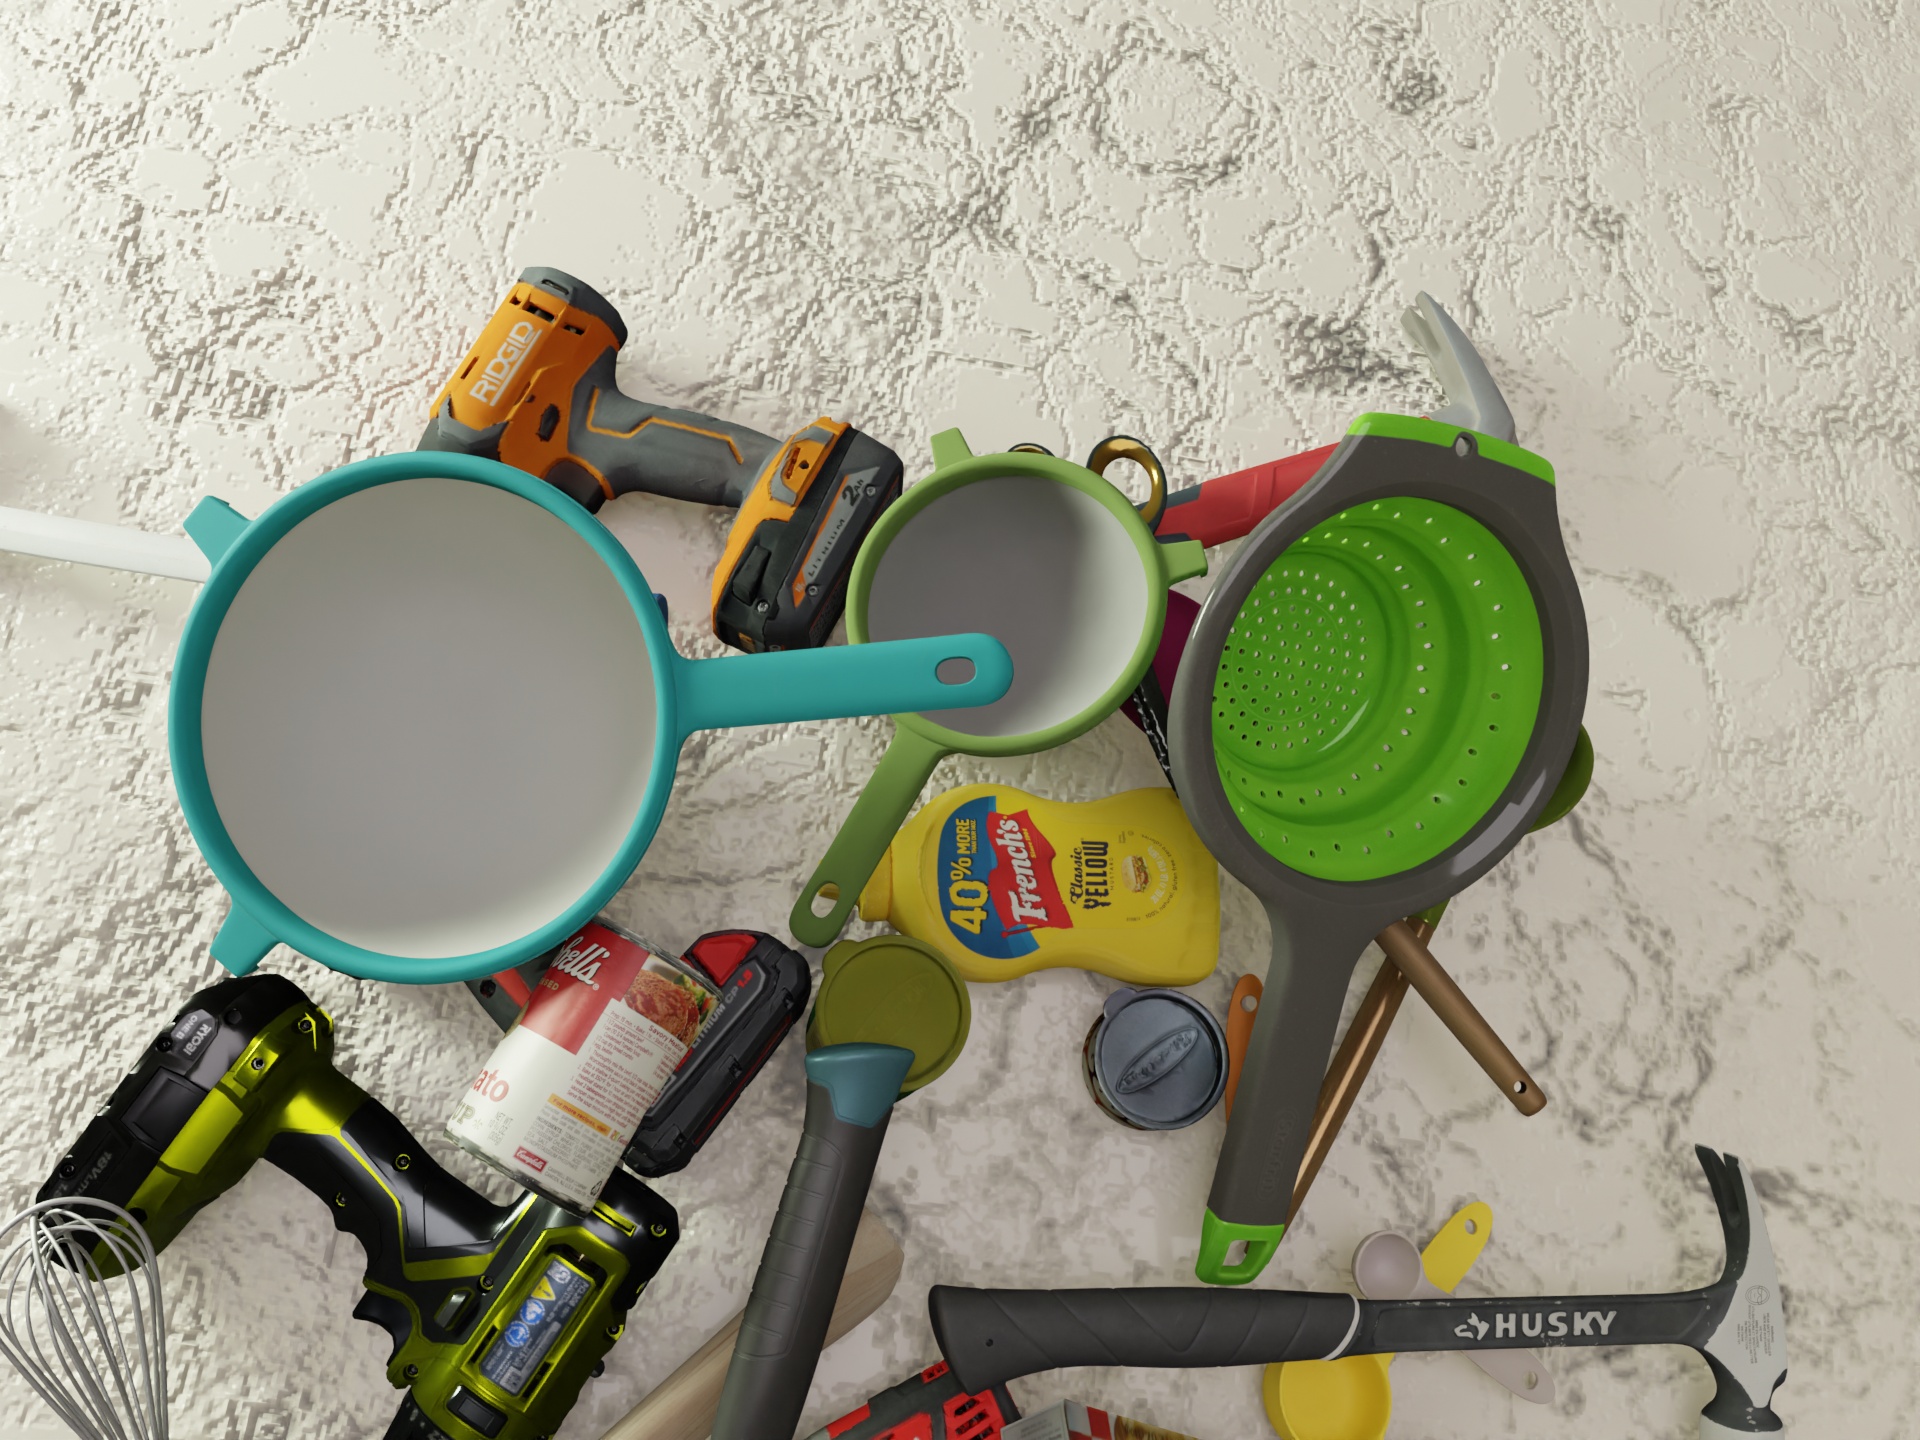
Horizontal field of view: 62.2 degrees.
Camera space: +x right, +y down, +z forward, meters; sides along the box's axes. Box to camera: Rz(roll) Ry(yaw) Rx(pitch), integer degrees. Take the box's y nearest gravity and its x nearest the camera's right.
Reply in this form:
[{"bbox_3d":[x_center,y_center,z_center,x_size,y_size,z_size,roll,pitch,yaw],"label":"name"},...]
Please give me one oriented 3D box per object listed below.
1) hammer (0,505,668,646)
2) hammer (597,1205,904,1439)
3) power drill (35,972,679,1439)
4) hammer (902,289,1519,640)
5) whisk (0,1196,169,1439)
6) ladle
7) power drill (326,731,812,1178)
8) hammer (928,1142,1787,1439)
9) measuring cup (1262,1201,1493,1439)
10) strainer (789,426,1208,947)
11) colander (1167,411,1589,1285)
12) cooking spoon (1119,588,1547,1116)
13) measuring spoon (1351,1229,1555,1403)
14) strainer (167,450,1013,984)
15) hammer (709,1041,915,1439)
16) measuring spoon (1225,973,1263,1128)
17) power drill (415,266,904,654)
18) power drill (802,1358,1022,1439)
[{"bbox_3d":[-0.337,-0.077,0.750,0.405,0.035,0.144,10,71,5],"label":"hammer"},{"bbox_3d":[-0.188,0.341,0.636,0.410,0.146,0.038,-39,40,-22],"label":"hammer"},{"bbox_3d":[-0.261,0.234,0.673,0.228,0.080,0.190,34,79,1],"label":"power drill"},{"bbox_3d":[0.121,-0.123,0.860,0.386,0.038,0.143,-18,75,-13],"label":"hammer"},{"bbox_3d":[-0.316,0.296,0.618,0.059,0.058,0.246,-20,104,-29],"label":"whisk"},{"bbox_3d":[0.222,0.122,0.789,0.078,0.062,0.320,31,74,2],"label":"ladle"},{"bbox_3d":[-0.176,0.080,0.736,0.227,0.080,0.188,35,71,7],"label":"power drill"},{"bbox_3d":[0.187,0.264,0.707,0.409,0.036,0.149,4,86,-12],"label":"hammer"},{"bbox_3d":[0.201,0.284,0.755,0.156,0.029,0.062,-36,83,-29],"label":"measuring cup"},{"bbox_3d":[-0.001,-0.002,0.754,0.151,0.069,0.256,28,81,18],"label":"strainer"},{"bbox_3d":[0.153,0.060,0.732,0.204,0.095,0.397,10,99,-21],"label":"colander"},{"bbox_3d":[0.175,0.061,0.782,0.069,0.017,0.319,-37,76,-3],"label":"cooking spoon"},{"bbox_3d":[0.229,0.281,0.744,0.124,0.018,0.034,39,75,-8],"label":"measuring spoon"},{"bbox_3d":[-0.146,-0.006,0.662,0.340,0.095,0.211,-5,88,5],"label":"strainer"},{"bbox_3d":[-0.084,0.284,0.614,0.128,0.033,0.331,20,78,-18],"label":"hammer"},{"bbox_3d":[0.140,0.183,0.781,0.021,0.011,0.117,-3,68,23],"label":"measuring spoon"},{"bbox_3d":[-0.160,-0.113,0.797,0.226,0.084,0.164,27,73,5],"label":"power drill"},{"bbox_3d":[-0.004,0.395,0.661,0.143,0.078,0.220,-23,74,-15],"label":"power drill"}]
